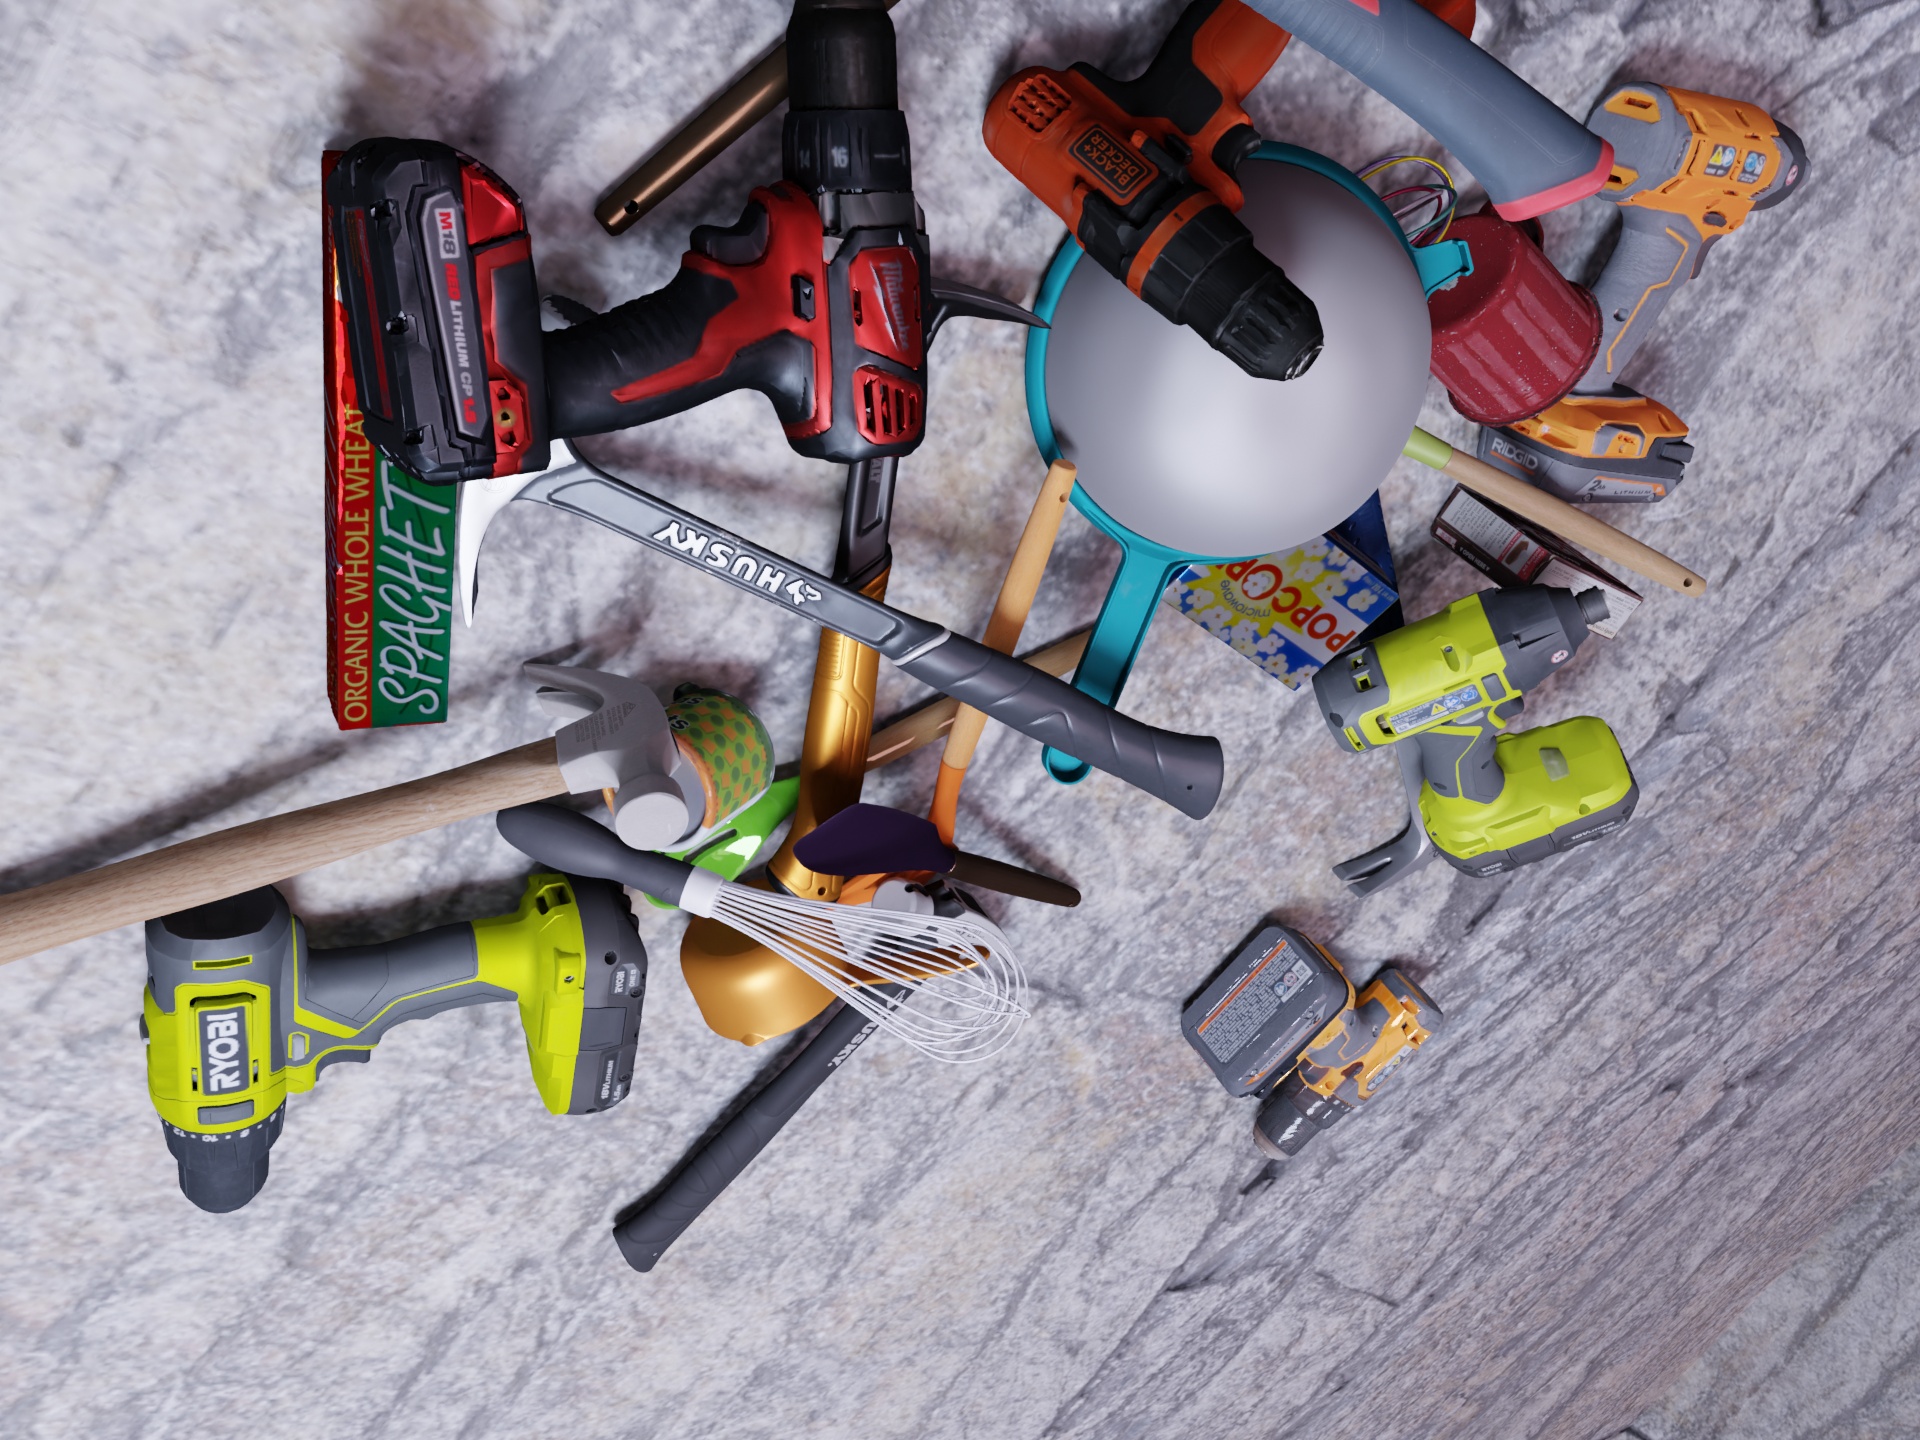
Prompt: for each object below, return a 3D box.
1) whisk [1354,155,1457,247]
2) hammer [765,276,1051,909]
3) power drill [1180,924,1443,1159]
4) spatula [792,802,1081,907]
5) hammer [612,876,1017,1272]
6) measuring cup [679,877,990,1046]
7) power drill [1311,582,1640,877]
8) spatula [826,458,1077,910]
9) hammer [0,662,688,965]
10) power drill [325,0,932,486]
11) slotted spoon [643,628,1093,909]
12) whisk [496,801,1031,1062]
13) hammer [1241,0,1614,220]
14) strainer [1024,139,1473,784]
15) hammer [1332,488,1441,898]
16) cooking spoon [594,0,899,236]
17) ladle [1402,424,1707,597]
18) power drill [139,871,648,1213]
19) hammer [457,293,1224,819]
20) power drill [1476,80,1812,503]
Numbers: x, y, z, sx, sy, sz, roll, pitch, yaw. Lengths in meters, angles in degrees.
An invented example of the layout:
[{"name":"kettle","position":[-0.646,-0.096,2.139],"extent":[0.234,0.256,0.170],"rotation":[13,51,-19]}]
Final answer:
[{"name":"whisk","position":[0.153,-0.215,0.816],"extent":[0.245,0.051,0.047],"rotation":[-31,140,-4]},{"name":"hammer","position":[-0.047,-0.052,0.796],"extent":[0.127,0.034,0.336],"rotation":[-4,119,-28]},{"name":"power drill","position":[0.259,0.257,1.226],"extent":[0.185,0.084,0.226],"rotation":[-49,139,11]},{"name":"spatula","position":[0.001,0.085,0.906],"extent":[0.060,0.018,0.315],"rotation":[-34,155,17]},{"name":"hammer","position":[-0.100,0.227,0.990],"extent":[0.334,0.035,0.146],"rotation":[-47,148,13]},{"name":"measuring cup","position":[-0.072,0.121,0.865],"extent":[0.173,0.095,0.052],"rotation":[-10,123,19]},{"name":"power drill","position":[0.339,0.004,0.997],"extent":[0.171,0.080,0.223],"rotation":[-24,140,20]},{"name":"spatula","position":[-0.001,-0.003,0.854],"extent":[0.081,0.041,0.322],"rotation":[-10,134,-37]},{"name":"hammer","position":[-0.288,0.050,0.705],"extent":[0.331,0.130,0.031],"rotation":[-17,127,-7]},{"name":"power drill","position":[-0.112,-0.184,0.603],"extent":[0.226,0.080,0.187],"rotation":[-13,112,-30]},{"name":"slotted spoon","position":[-0.038,0.014,0.883],"extent":[0.314,0.031,0.070],"rotation":[-27,134,-15]},{"name":"whisk","position":[-0.098,0.097,0.791],"extent":[0.284,0.070,0.070],"rotation":[21,117,1]},{"name":"hammer","position":[0.100,-0.317,0.596],"extent":[0.386,0.038,0.143],"rotation":[26,108,-16]},{"name":"strainer","position":[0.120,-0.108,0.779],"extent":[0.211,0.095,0.340],"rotation":[16,107,-18]},{"name":"hammer","position":[0.280,-0.027,1.046],"extent":[0.144,0.035,0.405],"rotation":[-34,135,-5]},{"name":"cooking spoon","position":[-0.025,-0.305,0.648],"extent":[0.319,0.017,0.068],"rotation":[-40,130,0]},{"name":"ladle","position":[0.295,-0.132,0.883],"extent":[0.320,0.062,0.078],"rotation":[23,107,-16]},{"name":"power drill","position":[-0.285,0.159,0.803],"extent":[0.228,0.080,0.190],"rotation":[-3,124,-27]},{"name":"hammer","position":[-0.039,-0.039,0.754],"extent":[0.408,0.036,0.149],"rotation":[25,113,-23]},{"name":"power drill","position":[0.407,-0.245,0.929],"extent":[0.164,0.084,0.226],"rotation":[-5,122,-30]}]
